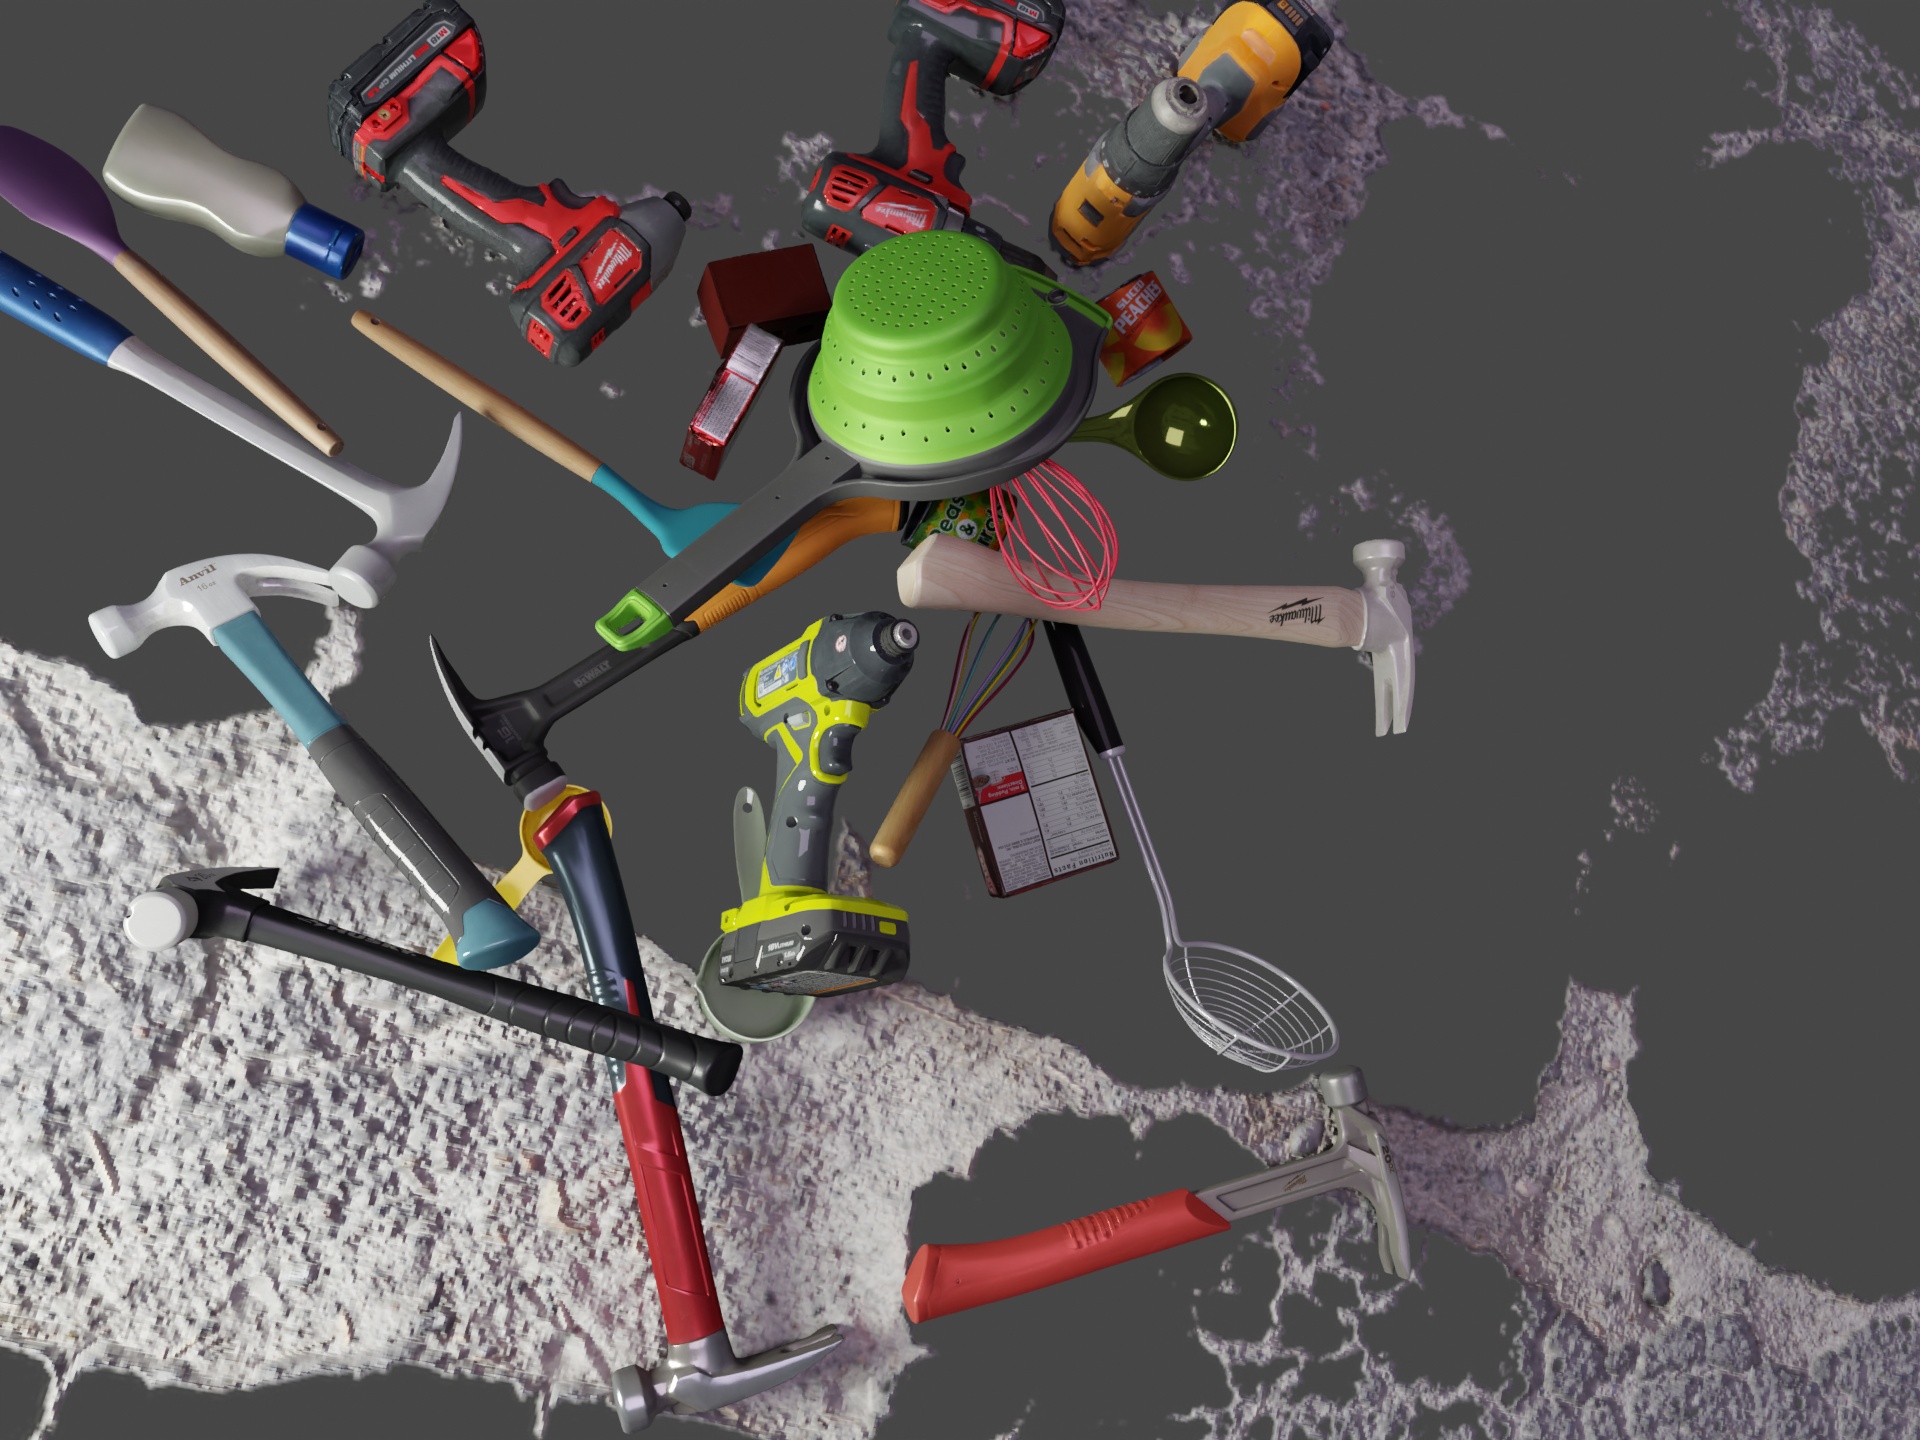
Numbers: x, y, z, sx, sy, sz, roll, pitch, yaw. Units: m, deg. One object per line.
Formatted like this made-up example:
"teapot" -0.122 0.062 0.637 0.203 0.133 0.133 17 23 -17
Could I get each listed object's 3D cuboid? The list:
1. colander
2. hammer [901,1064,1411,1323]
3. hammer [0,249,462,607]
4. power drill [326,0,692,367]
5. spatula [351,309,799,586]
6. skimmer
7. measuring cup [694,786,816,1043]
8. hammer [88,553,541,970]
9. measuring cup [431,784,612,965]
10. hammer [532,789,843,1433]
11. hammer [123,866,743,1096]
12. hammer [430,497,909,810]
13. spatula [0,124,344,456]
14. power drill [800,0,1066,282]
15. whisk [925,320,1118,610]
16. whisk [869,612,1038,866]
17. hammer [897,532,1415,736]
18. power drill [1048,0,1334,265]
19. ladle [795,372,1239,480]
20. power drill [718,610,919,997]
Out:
"colander" -0.076 -0.193 0.989 0.397 0.094 0.205 -42 56 -18
"hammer" 0.136 0.350 1.078 0.359 0.036 0.149 -11 85 -18
"hammer" -0.499 -0.223 0.973 0.405 0.035 0.144 30 56 -6
"power drill" -0.290 -0.353 1.046 0.219 0.078 0.143 43 73 -9
"spatula" -0.255 -0.184 1.036 0.317 0.044 0.082 32 52 -4
"skimmer" 0.150 0.069 1.097 0.127 0.090 0.363 -11 79 -57
"measuring cup" -0.137 0.128 1.039 0.083 0.038 0.168 0 70 -18
"hammer" -0.361 0.021 0.926 0.128 0.033 0.331 -35 70 -31
"measuring cup" -0.282 0.107 1.002 0.062 0.029 0.156 41 76 -7
"hammer" -0.182 0.231 0.989 0.143 0.038 0.386 -13 90 -18
"hammer" -0.287 0.151 0.916 0.334 0.146 0.035 19 89 -7
"hammer" -0.176 -0.080 1.049 0.337 0.034 0.127 -34 78 -21
"spatula" -0.488 -0.265 0.967 0.316 0.018 0.060 41 45 7
"power drill" 0.005 -0.412 1.138 0.187 0.080 0.227 21 79 -12
"whisk" 0.028 -0.179 1.055 0.073 0.073 0.296 -14 52 -17
"whisk" -0.003 -0.003 1.061 0.047 0.051 0.245 20 57 12
"hammer" 0.149 -0.070 1.109 0.410 0.038 0.146 3 81 -26
"power drill" 0.169 -0.438 1.132 0.084 0.185 0.226 45 70 -4
"ladle" 0.044 -0.200 1.127 0.320 0.062 0.078 -6 109 -14
"power drill" -0.082 0.049 0.973 0.080 0.171 0.223 14 68 -32
